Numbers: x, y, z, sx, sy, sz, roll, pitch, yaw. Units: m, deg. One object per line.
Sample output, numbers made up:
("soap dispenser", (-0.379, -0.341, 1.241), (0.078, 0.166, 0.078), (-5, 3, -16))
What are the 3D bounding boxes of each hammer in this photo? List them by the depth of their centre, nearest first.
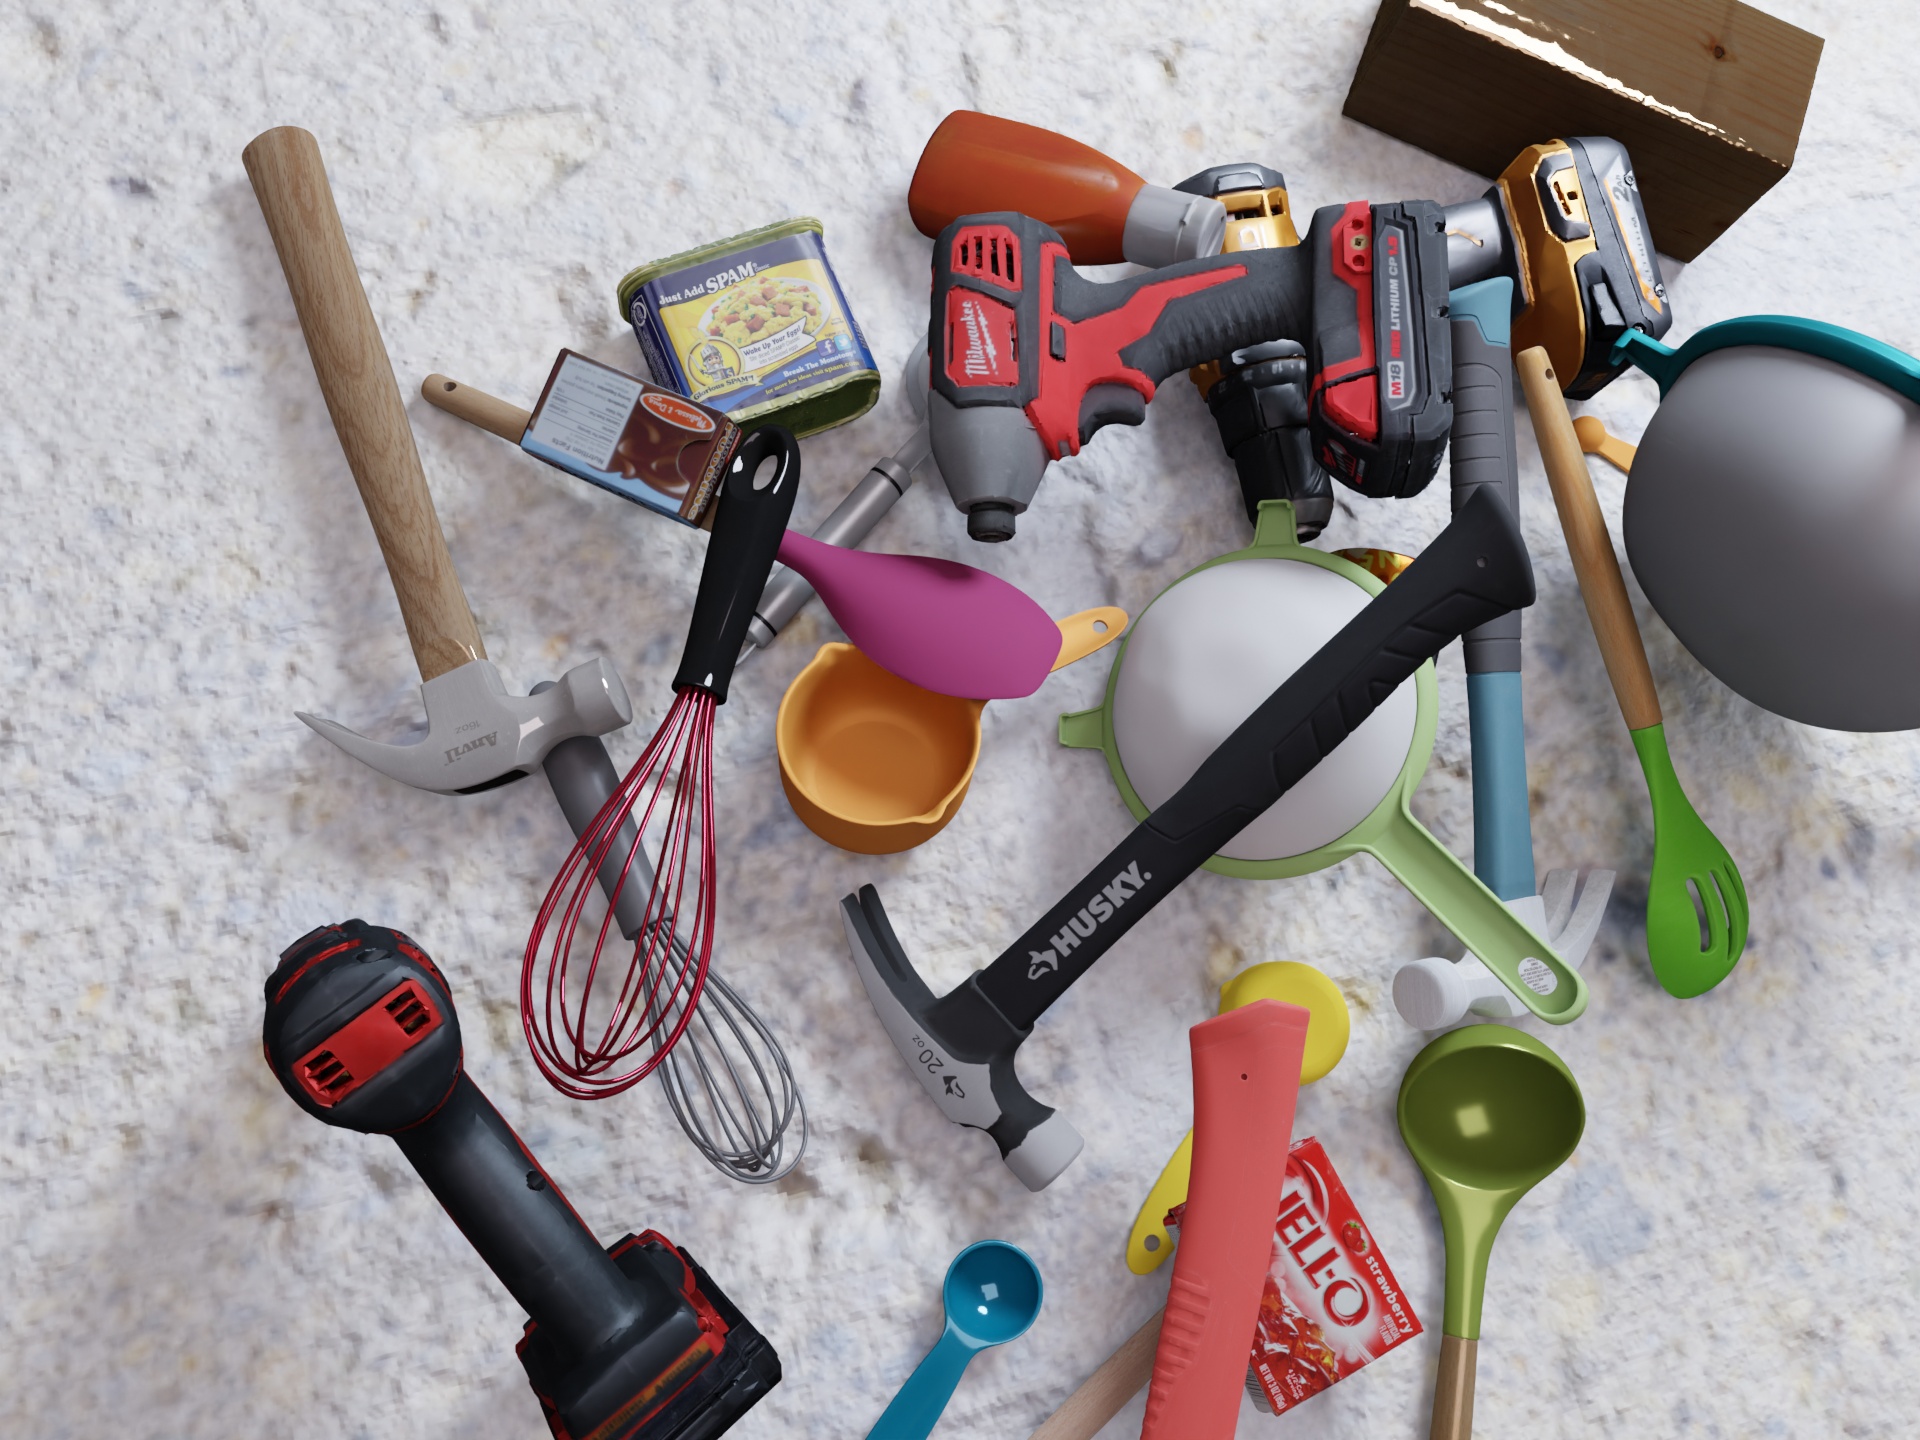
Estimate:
("hammer", (0.096, 0.288, 0.618), (0.149, 0.036, 0.359), (12, 83, 12))
("hammer", (0.092, 0.035, 0.637), (0.146, 0.035, 0.334), (47, 108, 8))
("hammer", (-0.260, -0.121, 0.706), (0.130, 0.031, 0.331), (-24, 76, 2))
("hammer", (0.238, -0.035, 0.714), (0.128, 0.033, 0.331), (-1, 88, -36))

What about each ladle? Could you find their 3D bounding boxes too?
("ladle", (0.210, 0.289, 0.670), (0.078, 0.062, 0.320), (8, 77, 10))

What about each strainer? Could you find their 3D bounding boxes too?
("strainer", (0.154, 0.026, 0.657), (0.151, 0.069, 0.257), (-47, 63, 10))
("strainer", (0.401, -0.021, 0.717), (0.095, 0.211, 0.340), (-42, 115, -3))
("strainer", (-0.026, -0.120, 0.747), (0.087, 0.050, 0.258), (36, 77, 18))

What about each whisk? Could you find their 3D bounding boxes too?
("whisk", (-0.113, 0.007, 0.647), (0.073, 0.073, 0.296), (15, 70, -4))
("whisk", (-0.130, 0.086, 0.677), (0.055, 0.055, 0.239), (-25, 76, -13))

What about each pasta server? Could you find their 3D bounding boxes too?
("pasta server", (0.017, 0.314, 0.652), (0.316, 0.040, 0.060), (-38, 84, -19))

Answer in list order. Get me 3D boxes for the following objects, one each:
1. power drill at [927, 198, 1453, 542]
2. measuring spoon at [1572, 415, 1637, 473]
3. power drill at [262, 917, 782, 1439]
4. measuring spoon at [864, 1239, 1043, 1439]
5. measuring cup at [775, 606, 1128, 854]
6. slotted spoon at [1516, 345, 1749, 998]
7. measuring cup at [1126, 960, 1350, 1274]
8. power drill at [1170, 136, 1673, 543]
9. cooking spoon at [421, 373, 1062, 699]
("power drill", (0.093, -0.149, 0.686), (0.219, 0.078, 0.143), (0, 80, 10))
("measuring spoon", (0.367, -0.126, 0.818), (0.117, 0.011, 0.021), (28, 74, -1))
("power drill", (-0.179, 0.170, 0.601), (0.080, 0.188, 0.226), (-38, 103, -20))
("measuring spoon", (-0.012, 0.274, 0.664), (0.042, 0.021, 0.128), (35, 83, 1))
("measuring cup", (-0.001, -0.002, 0.711), (0.173, 0.052, 0.095), (-26, 69, -19))
("slotted spoon", (0.309, -0.022, 0.737), (0.070, 0.031, 0.314), (-18, 92, -30))
("measuring cup", (0.119, 0.174, 0.697), (0.062, 0.029, 0.156), (34, 73, 1))
("power drill", (0.222, -0.188, 0.780), (0.226, 0.084, 0.185), (-9, 80, -6))
("cooking spoon", (-0.103, -0.089, 0.710), (0.319, 0.017, 0.069), (25, 60, 9))
